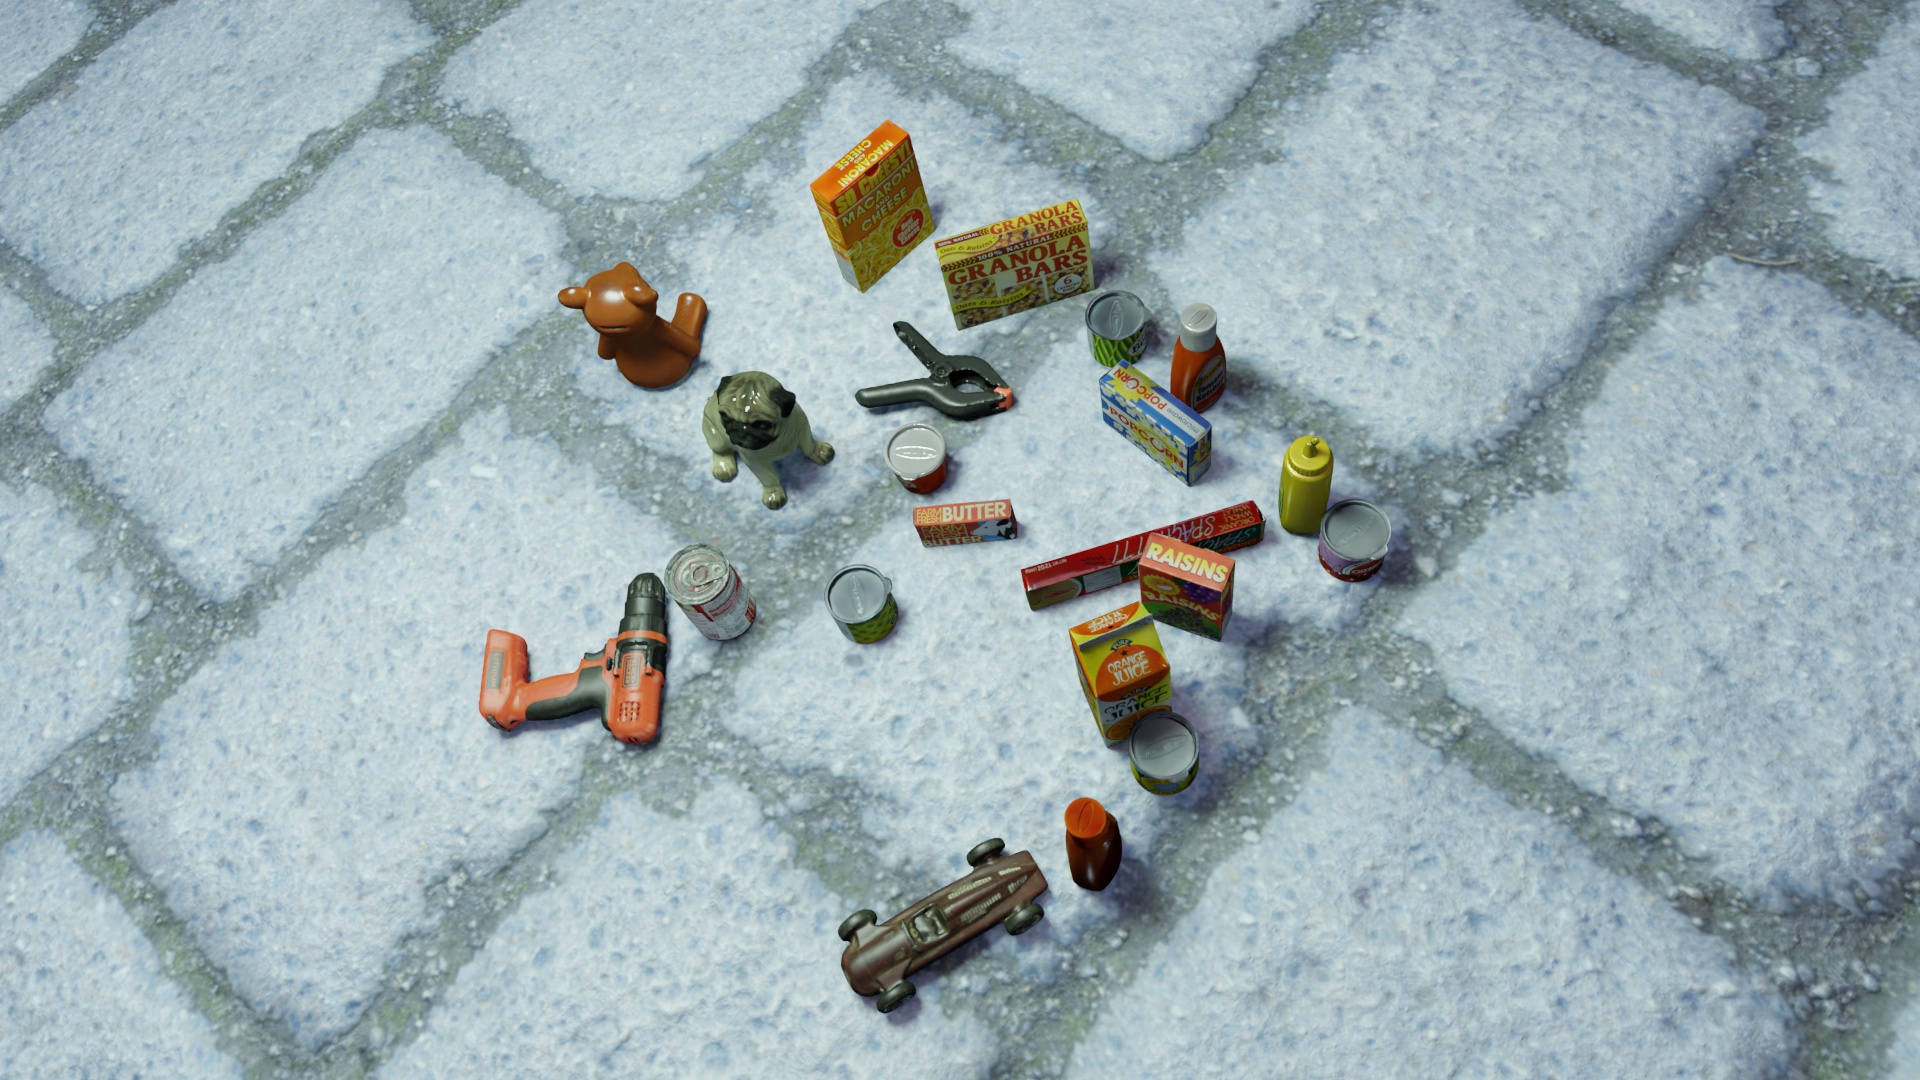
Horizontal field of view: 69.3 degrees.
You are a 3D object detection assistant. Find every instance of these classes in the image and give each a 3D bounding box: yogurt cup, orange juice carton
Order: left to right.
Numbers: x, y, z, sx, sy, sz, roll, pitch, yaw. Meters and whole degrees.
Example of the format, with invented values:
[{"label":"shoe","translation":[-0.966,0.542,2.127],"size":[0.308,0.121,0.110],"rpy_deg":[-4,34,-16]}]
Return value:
[{"label":"yogurt cup","translation":[-0.045,-0.086,1.494],"size":[0.072,0.053,0.072],"rpy_deg":[-4,63,8]},{"label":"orange juice carton","translation":[0.148,0.118,1.279],"size":[0.072,0.192,0.073],"rpy_deg":[-21,62,-1]}]

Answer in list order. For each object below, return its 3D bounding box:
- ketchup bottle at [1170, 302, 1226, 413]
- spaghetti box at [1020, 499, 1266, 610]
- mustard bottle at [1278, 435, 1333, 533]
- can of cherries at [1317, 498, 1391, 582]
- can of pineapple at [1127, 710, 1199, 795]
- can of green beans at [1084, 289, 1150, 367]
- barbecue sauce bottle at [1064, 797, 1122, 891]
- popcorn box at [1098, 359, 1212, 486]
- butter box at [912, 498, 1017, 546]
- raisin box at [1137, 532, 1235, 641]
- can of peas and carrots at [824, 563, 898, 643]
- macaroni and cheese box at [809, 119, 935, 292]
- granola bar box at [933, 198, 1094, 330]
[{"label":"ketchup bottle","translation":[0.247,-0.190,1.444],"size":[0.065,0.148,0.043],"rpy_deg":[-40,64,-10]},{"label":"spaghetti box","translation":[0.185,0.015,1.406],"size":[0.250,0.050,0.029],"rpy_deg":[-17,62,1]},{"label":"mustard bottle","translation":[0.338,-0.063,1.358],"size":[0.049,0.159,0.065],"rpy_deg":[2,64,11]},{"label":"can of cherries","translation":[0.390,0.003,1.373],"size":[0.071,0.058,0.072],"rpy_deg":[-4,63,8]},{"label":"can of pineapple","translation":[0.191,0.202,1.306],"size":[0.071,0.057,0.071],"rpy_deg":[-4,63,8]},{"label":"can of green beans","translation":[0.172,-0.232,1.530],"size":[0.071,0.057,0.071],"rpy_deg":[-4,63,8]},{"label":"barbecue sauce bottle","translation":[0.117,0.266,1.235],"size":[0.044,0.148,0.065],"rpy_deg":[15,67,17]},{"label":"popcorn box","translation":[0.205,-0.123,1.453],"size":[0.038,0.085,0.127],"rpy_deg":[-43,65,-12]},{"label":"butter box","translation":[0.005,-0.018,1.452],"size":[0.103,0.053,0.024],"rpy_deg":[-5,63,7]},{"label":"raisin box","translation":[0.219,0.046,1.343],"size":[0.086,0.123,0.040],"rpy_deg":[20,69,18]},{"label":"can of peas and carrots","translation":[-0.099,0.065,1.424],"size":[0.071,0.058,0.071],"rpy_deg":[-4,63,8]},{"label":"macaroni and cheese box","translation":[-0.097,-0.380,1.589],"size":[0.124,0.165,0.040],"rpy_deg":[-44,65,-13]},{"label":"granola bar box","translation":[0.062,-0.307,1.549],"size":[0.165,0.123,0.039],"rpy_deg":[-17,62,1]}]
